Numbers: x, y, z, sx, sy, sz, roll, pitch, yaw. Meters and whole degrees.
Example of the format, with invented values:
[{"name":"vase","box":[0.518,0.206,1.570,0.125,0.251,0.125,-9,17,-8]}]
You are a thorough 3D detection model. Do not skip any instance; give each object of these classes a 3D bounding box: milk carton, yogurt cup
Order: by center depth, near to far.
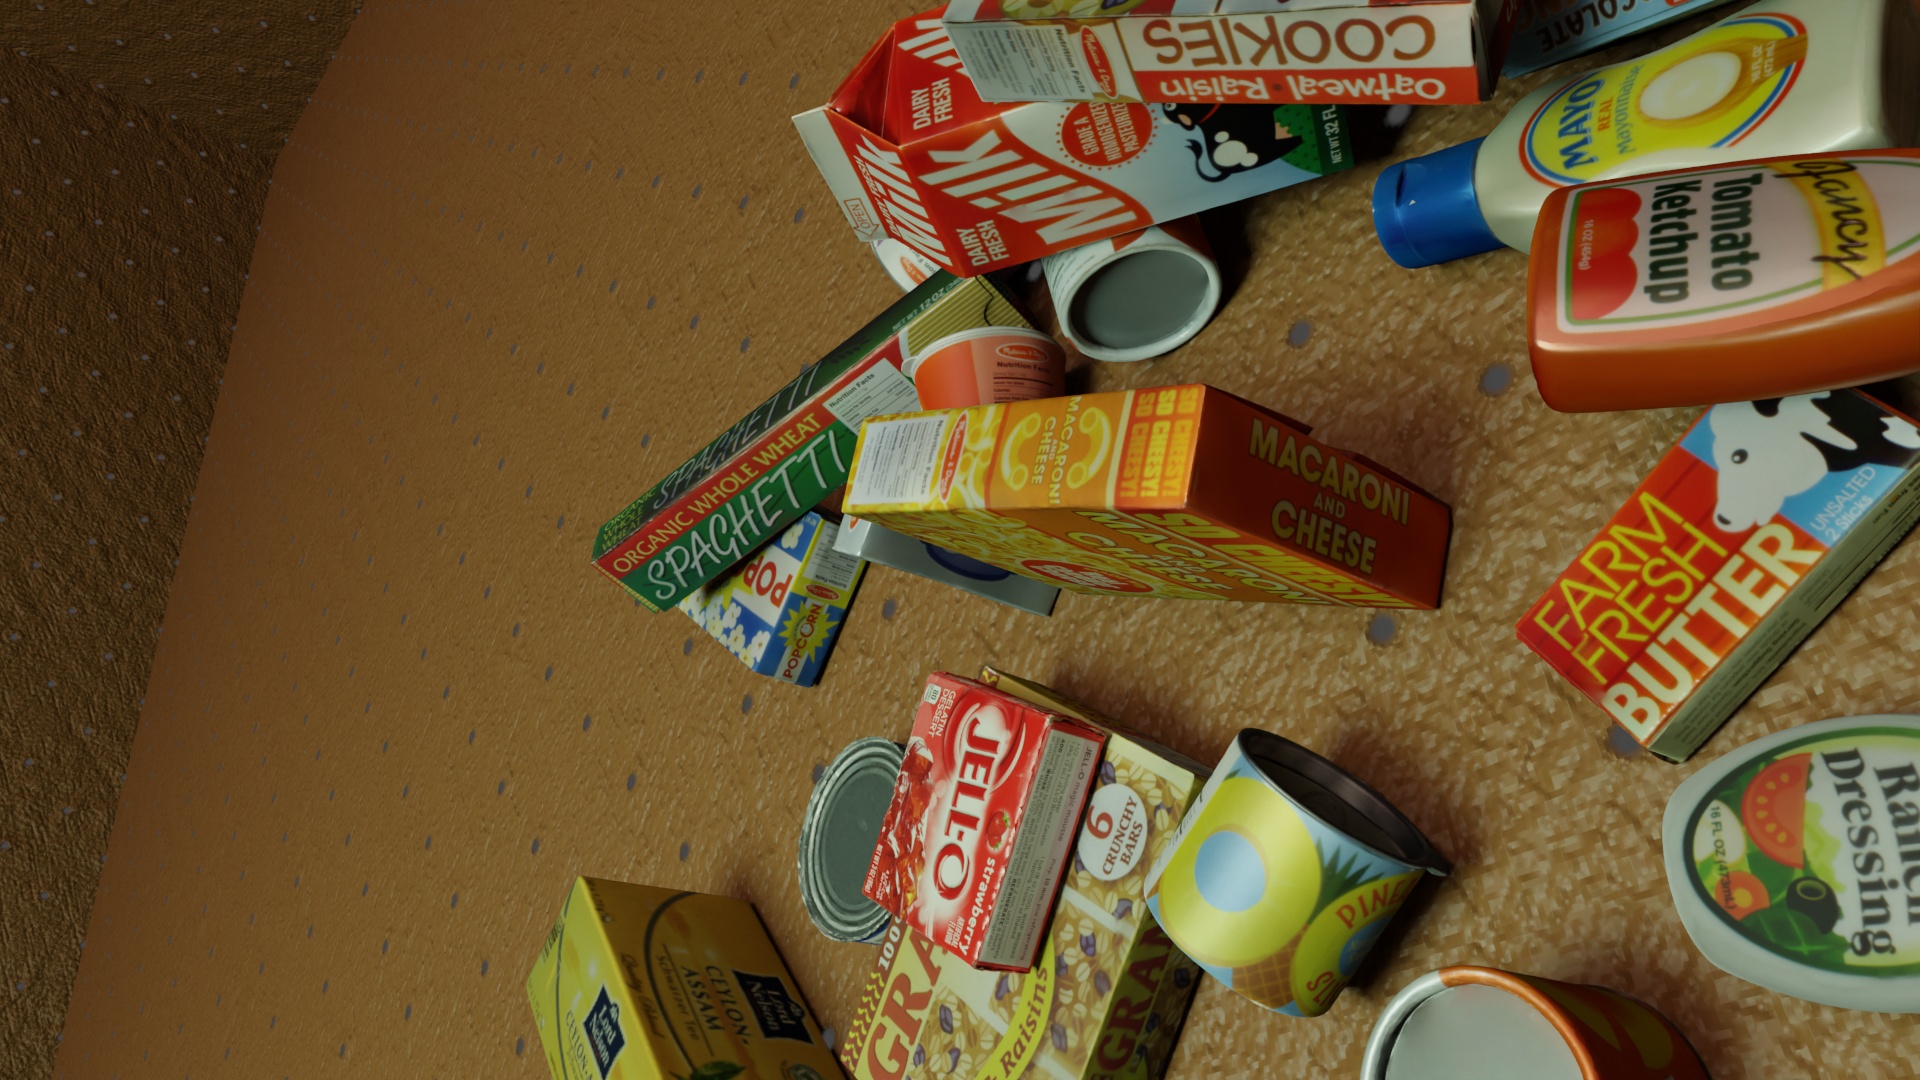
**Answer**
[{"name":"milk carton","box":[0.039,-0.158,0.511,0.190,0.072,0.074,-13,55,14]},{"name":"yogurt cup","box":[0.015,-0.054,0.599,0.072,0.072,0.054,-26,62,44]}]

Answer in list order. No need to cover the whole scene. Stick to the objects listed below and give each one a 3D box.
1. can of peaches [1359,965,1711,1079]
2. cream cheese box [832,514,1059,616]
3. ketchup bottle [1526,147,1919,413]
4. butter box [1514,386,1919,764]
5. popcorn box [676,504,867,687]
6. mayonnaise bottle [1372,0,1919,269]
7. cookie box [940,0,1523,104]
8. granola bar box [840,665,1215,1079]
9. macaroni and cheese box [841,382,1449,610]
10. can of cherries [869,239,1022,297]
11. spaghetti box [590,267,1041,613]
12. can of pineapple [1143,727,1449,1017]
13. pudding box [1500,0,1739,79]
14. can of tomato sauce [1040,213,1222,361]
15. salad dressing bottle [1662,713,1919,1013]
[{"name":"can of peaches","box":[0.143,0.142,0.341,0.071,0.058,0.071,-28,52,43]},{"name":"cream cheese box","box":[0.002,-0.007,0.557,0.024,0.104,0.053,22,93,52]},{"name":"ketchup bottle","box":[0.218,-0.066,0.333,0.148,0.043,0.065,-1,57,34]},{"name":"butter box","box":[0.200,0.004,0.364,0.103,0.024,0.053,-55,37,18]},{"name":"popcorn box","box":[-0.103,0.015,0.736,0.127,0.038,0.085,27,95,54]},{"name":"mayonnaise bottle","box":[0.195,-0.114,0.413,0.148,0.041,0.065,-7,61,50]},{"name":"cookie box","box":[0.093,-0.195,0.437,0.167,0.040,0.123,11,66,30]},{"name":"granola bar box","box":[0.028,0.144,0.505,0.124,0.039,0.165,21,90,54]},{"name":"macaroni and cheese box","box":[0.058,-0.012,0.471,0.166,0.124,0.040,0,75,52]},{"name":"can of cherries","box":[0.000,-0.149,0.663,0.058,0.071,0.072,-44,43,30]},{"name":"spaghetti box","box":[-0.075,-0.047,0.670,0.249,0.050,0.029,-34,36,20]},{"name":"can of pineapple","box":[0.098,0.099,0.414,0.057,0.071,0.071,-61,37,13]},{"name":"pudding box","box":[0.202,-0.165,0.406,0.083,0.050,0.030,-1,110,63]},{"name":"can of tomato sauce","box":[0.066,-0.124,0.567,0.071,0.071,0.083,-40,45,34]},{"name":"salad dressing bottle","box":[0.227,0.062,0.284,0.147,0.044,0.064,-22,56,45]}]
